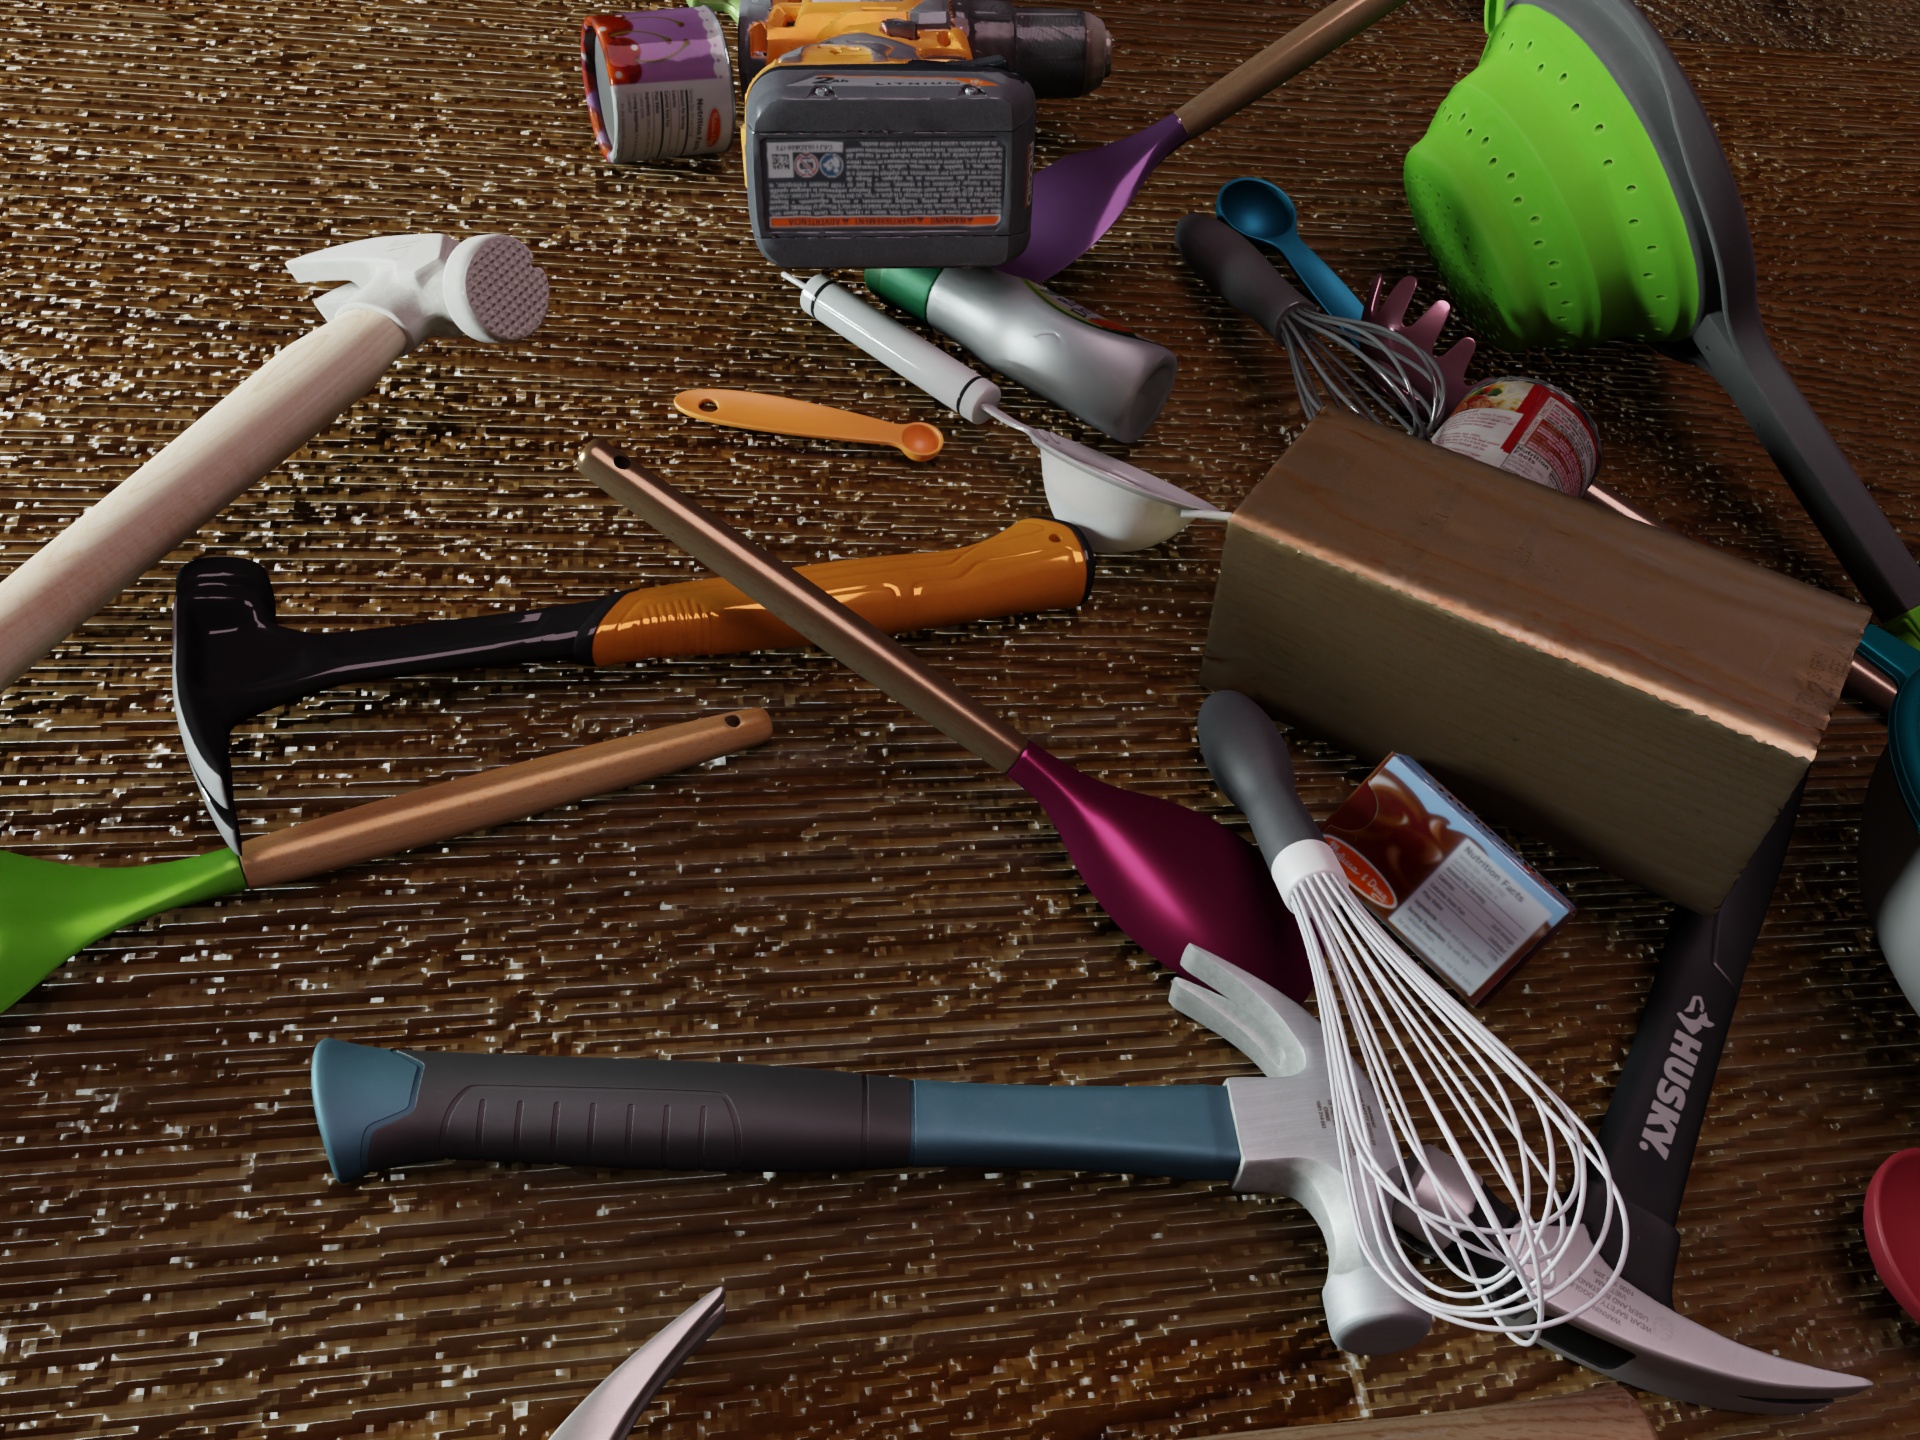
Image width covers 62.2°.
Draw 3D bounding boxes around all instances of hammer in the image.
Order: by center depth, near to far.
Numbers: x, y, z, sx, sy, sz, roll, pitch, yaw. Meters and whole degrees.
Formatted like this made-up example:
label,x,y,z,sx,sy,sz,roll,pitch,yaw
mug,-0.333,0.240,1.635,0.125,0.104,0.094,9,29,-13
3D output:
label,x,y,z,sx,sy,sz,roll,pitch,yaw
hammer,0.043,0.218,0.445,0.331,0.031,0.130,-1,56,-13
hammer,-0.029,0.124,0.487,0.331,0.033,0.128,4,44,-6
hammer,-0.315,-0.034,0.530,0.146,0.038,0.411,11,52,39
hammer,-0.103,-0.033,0.581,0.336,0.034,0.127,-10,42,-20
hammer,0.279,0.088,0.584,0.146,0.035,0.335,30,54,11

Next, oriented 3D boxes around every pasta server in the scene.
label,x,y,z,sx,sy,sz,roll,pitch,yaw
pasta server,0.305,-0.096,0.716,0.316,0.060,0.040,38,87,12

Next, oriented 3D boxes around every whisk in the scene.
label,x,y,z,sx,sy,sz,roll,pitch,yaw
whisk,0.122,0.072,0.511,0.070,0.070,0.285,0,34,-11
whisk,0.147,-0.178,0.712,0.055,0.055,0.239,-7,39,-16

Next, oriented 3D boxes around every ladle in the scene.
label,x,y,z,sx,sy,sz,roll,pitch,yaw
ladle,0.445,0.215,0.532,0.315,0.031,0.069,17,56,-1

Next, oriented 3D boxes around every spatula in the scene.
label,x,y,z,sx,sy,sz,roll,pitch,yaw
spatula,0.125,-0.286,0.731,0.316,0.018,0.060,-32,61,8

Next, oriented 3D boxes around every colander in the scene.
label,x,y,z,sx,sy,sz,roll,pitch,yaw
colander,0.313,-0.173,0.739,0.094,0.204,0.397,-29,78,10

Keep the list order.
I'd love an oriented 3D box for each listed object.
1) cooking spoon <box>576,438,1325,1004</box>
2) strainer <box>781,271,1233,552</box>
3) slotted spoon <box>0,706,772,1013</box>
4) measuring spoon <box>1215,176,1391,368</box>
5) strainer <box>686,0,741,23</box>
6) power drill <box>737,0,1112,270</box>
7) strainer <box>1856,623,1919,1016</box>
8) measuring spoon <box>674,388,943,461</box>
label,x,y,z,sx,sy,sz,roll,pitch,yaw
cooking spoon,-0.001,-0.002,0.561,0.319,0.017,0.069,35,51,-3
strainer,0.014,-0.131,0.683,0.259,0.050,0.087,38,19,23
slotted spoon,-0.210,0.039,0.525,0.313,0.031,0.070,-16,57,-23
measuring spoon,0.172,-0.219,0.796,0.042,0.021,0.129,-29,74,-24
strainer,-0.037,-0.458,0.886,0.151,0.069,0.256,21,55,4
power drill,-0.012,-0.283,0.729,0.185,0.084,0.226,-2,37,-4
strainer,0.402,0.124,0.530,0.211,0.095,0.341,15,46,-7
measuring spoon,-0.065,-0.126,0.683,0.117,0.011,0.021,9,54,-1
